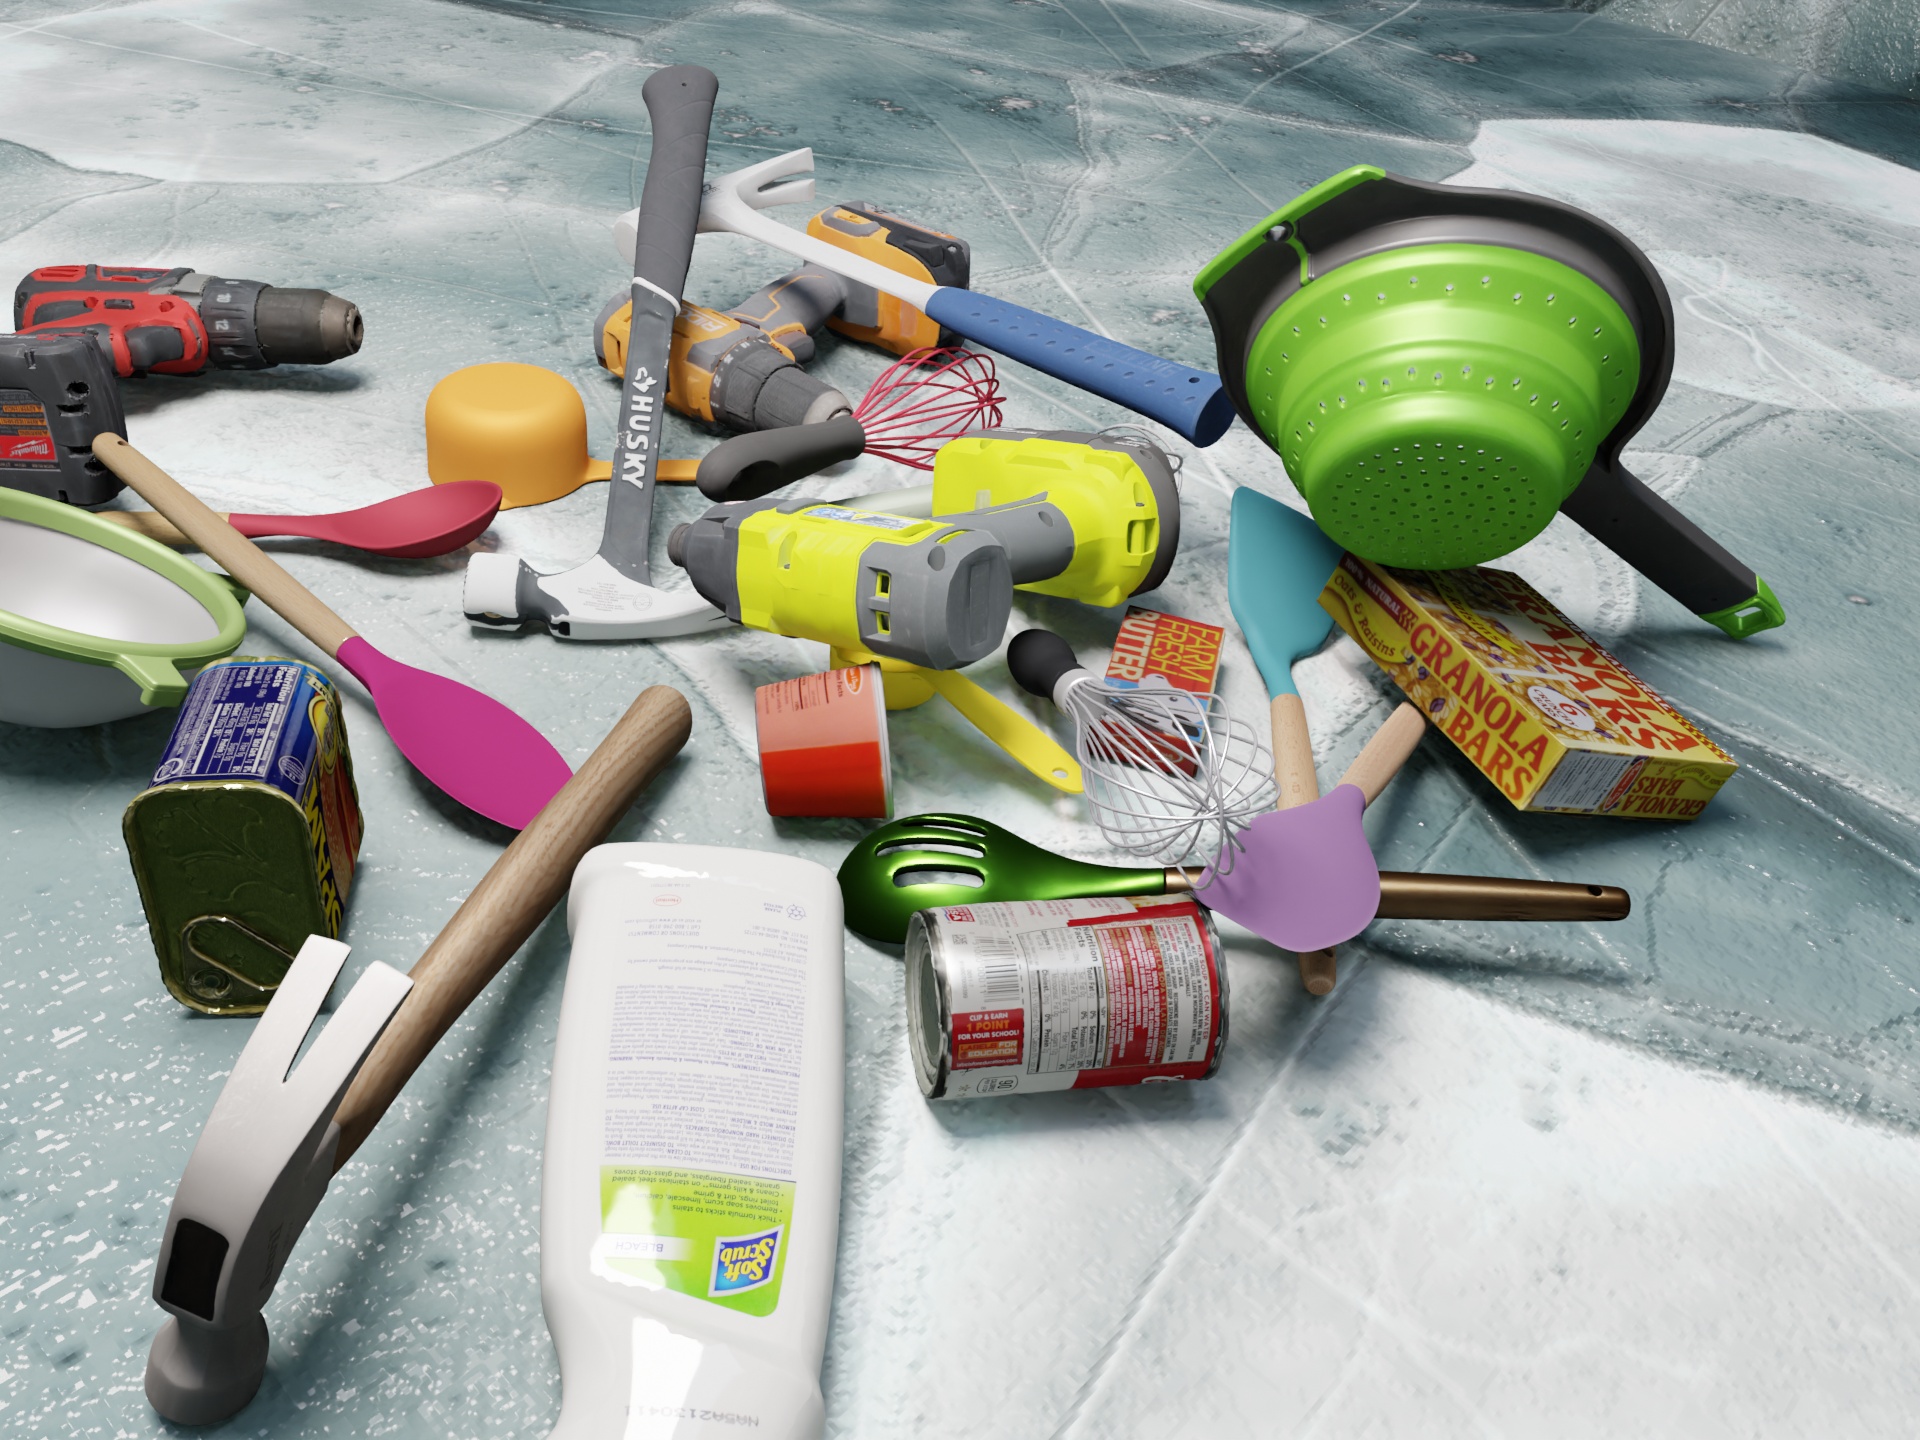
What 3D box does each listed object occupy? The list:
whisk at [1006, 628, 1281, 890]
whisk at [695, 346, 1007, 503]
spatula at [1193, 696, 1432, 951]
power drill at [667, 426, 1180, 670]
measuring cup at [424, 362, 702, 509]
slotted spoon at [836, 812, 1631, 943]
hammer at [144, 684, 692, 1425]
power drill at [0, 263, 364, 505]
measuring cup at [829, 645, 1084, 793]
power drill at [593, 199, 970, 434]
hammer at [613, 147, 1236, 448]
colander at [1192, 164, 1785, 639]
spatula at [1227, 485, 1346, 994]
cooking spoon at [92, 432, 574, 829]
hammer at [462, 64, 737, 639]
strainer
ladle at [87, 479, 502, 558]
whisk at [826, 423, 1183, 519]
[{"bbox_3d":[0.059,-0.003,0.652,0.070,0.070,0.285,-1,14,-11],"label":"whisk"},{"bbox_3d":[-0.051,-0.155,0.851,0.073,0.073,0.296,22,27,19],"label":"whisk"},{"bbox_3d":[0.175,0.026,0.678,0.060,0.018,0.316,28,29,18],"label":"spatula"},{"bbox_3d":[-0.012,-0.085,0.747,0.171,0.080,0.223,14,23,34],"label":"power drill"},{"bbox_3d":[-0.208,-0.161,0.881,0.173,0.052,0.095,0,37,-6],"label":"measuring cup"},{"bbox_3d":[0.106,0.065,0.629,0.314,0.031,0.070,2,40,1],"label":"slotted spoon"},{"bbox_3d":[-0.161,0.069,0.549,0.031,0.130,0.331,24,29,0],"label":"hammer"},{"bbox_3d":[-0.442,-0.191,0.849,0.188,0.080,0.227,2,29,-1],"label":"power drill"},{"bbox_3d":[-0.001,-0.002,0.728,0.062,0.029,0.157,-25,50,-37],"label":"measuring cup"},{"bbox_3d":[-0.086,-0.242,0.994,0.185,0.084,0.226,30,46,28],"label":"power drill"},{"bbox_3d":[-0.016,-0.246,0.909,0.406,0.035,0.144,30,51,31],"label":"hammer"},{"bbox_3d":[0.280,-0.102,0.765,0.396,0.204,0.095,27,58,-28],"label":"colander"},{"bbox_3d":[0.158,0.000,0.737,0.082,0.044,0.318,26,36,-14],"label":"spatula"},{"bbox_3d":[-0.286,-0.044,0.703,0.319,0.017,0.068,36,27,20],"label":"cooking spoon"},{"bbox_3d":[-0.162,-0.216,0.864,0.149,0.036,0.409,6,58,-9],"label":"hammer"},{"bbox_3d":[-0.428,-0.055,0.636,0.256,0.069,0.152,22,14,-20],"label":"strainer"},{"bbox_3d":[-0.388,-0.095,0.785,0.315,0.031,0.069,-3,30,-10],"label":"ladle"},{"bbox_3d":[0.015,-0.123,0.882,0.246,0.059,0.058,-13,-3,-19],"label":"whisk"}]
